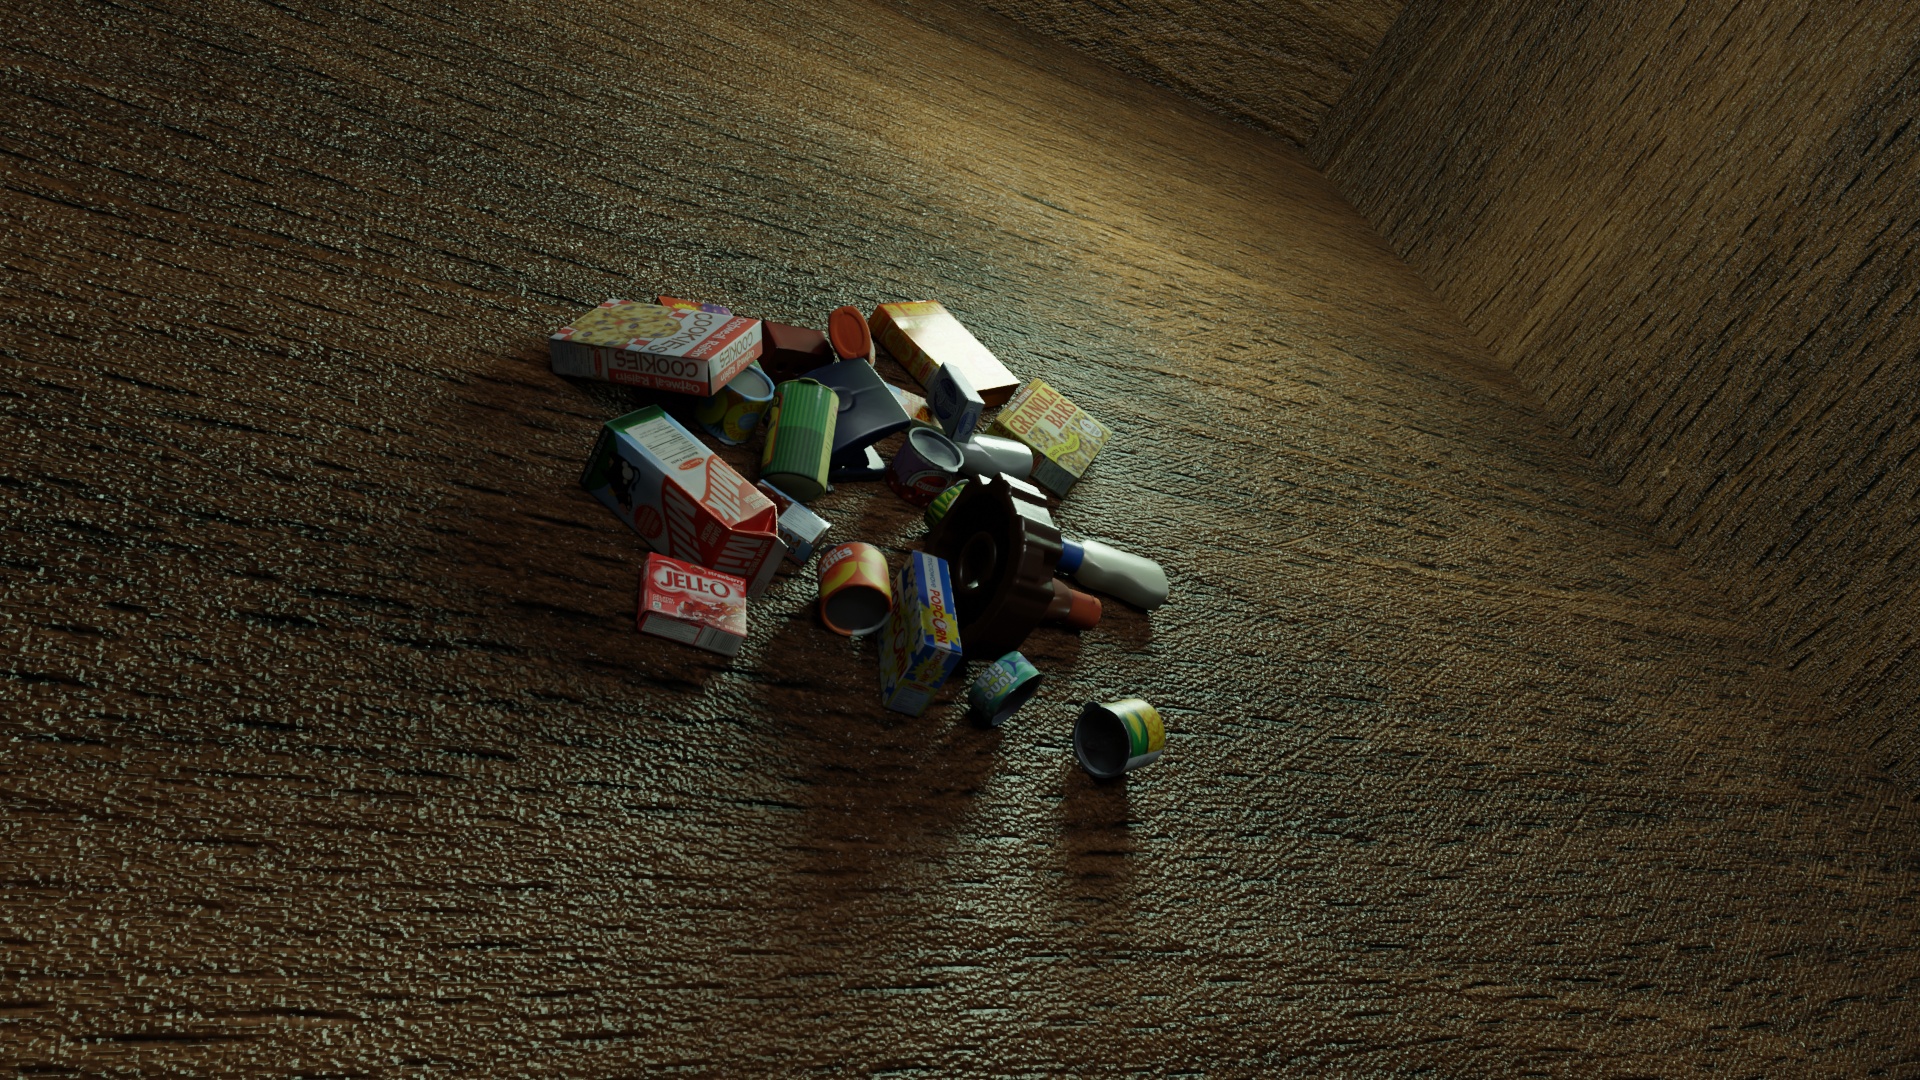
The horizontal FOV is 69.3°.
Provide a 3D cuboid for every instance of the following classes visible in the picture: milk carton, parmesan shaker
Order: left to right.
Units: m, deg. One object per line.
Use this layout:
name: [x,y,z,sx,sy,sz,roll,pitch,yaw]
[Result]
milk carton: [-0.236,-0.029,1.226,0.191,0.072,0.074,39,31,11]
parmesan shaker: [-0.158,-0.098,1.358,0.071,0.071,0.103,18,62,-24]

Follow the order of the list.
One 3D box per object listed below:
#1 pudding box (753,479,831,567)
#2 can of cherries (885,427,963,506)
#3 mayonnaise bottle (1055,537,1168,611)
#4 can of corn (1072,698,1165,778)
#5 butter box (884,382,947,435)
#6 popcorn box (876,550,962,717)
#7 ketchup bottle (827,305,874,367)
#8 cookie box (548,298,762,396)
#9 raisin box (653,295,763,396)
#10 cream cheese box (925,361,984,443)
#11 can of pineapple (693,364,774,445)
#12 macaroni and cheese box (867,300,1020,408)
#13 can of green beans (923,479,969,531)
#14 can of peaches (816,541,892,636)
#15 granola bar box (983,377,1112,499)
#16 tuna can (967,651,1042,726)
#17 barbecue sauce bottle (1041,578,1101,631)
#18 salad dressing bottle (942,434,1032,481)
pudding box: [-0.169,-0.017,1.311,0.084,0.030,0.050,33,32,-1]
can of cherries: [-0.039,-0.077,1.489,0.071,0.058,0.072,25,31,-16]
mayonnaise bottle: [0.157,0.031,1.538,0.148,0.041,0.065,18,32,-22]
can of corn: [0.147,0.181,1.291,0.058,0.071,0.071,-4,47,-47]
butter box: [-0.059,-0.147,1.600,0.103,0.024,0.053,21,34,-20]
popcorn box: [-0.039,0.082,1.240,0.038,0.084,0.127,19,34,-22]
ketchup bottle: [-0.119,-0.217,1.558,0.148,0.043,0.064,93,-20,-86]
cookie box: [-0.294,-0.189,1.358,0.167,0.040,0.123,10,29,13]
raisin box: [-0.270,-0.203,1.468,0.086,0.040,0.124,3,42,-39]
cream cheese box: [-0.007,-0.156,1.563,0.024,0.053,0.104,13,25,-26]
can of pineapple: [-0.227,-0.140,1.401,0.071,0.057,0.071,24,32,-16]
macaroni and cheese box: [-0.022,-0.231,1.736,0.167,0.040,0.124,46,33,19]
can of green beans: [0.005,-0.016,1.437,0.071,0.071,0.058,-5,48,-46]
can of peaches: [-0.098,0.043,1.257,0.071,0.071,0.058,19,35,-24]
granola bar box: [0.109,-0.128,1.716,0.124,0.039,0.166,36,31,3]
tuna can: [0.039,0.134,1.257,0.033,0.070,0.071,44,32,20]
barbecue sauce bottle: [0.074,0.056,1.423,0.148,0.043,0.065,19,28,-25]
salad dressing bottle: [0.011,-0.097,1.578,0.148,0.043,0.064,8,38,-33]
